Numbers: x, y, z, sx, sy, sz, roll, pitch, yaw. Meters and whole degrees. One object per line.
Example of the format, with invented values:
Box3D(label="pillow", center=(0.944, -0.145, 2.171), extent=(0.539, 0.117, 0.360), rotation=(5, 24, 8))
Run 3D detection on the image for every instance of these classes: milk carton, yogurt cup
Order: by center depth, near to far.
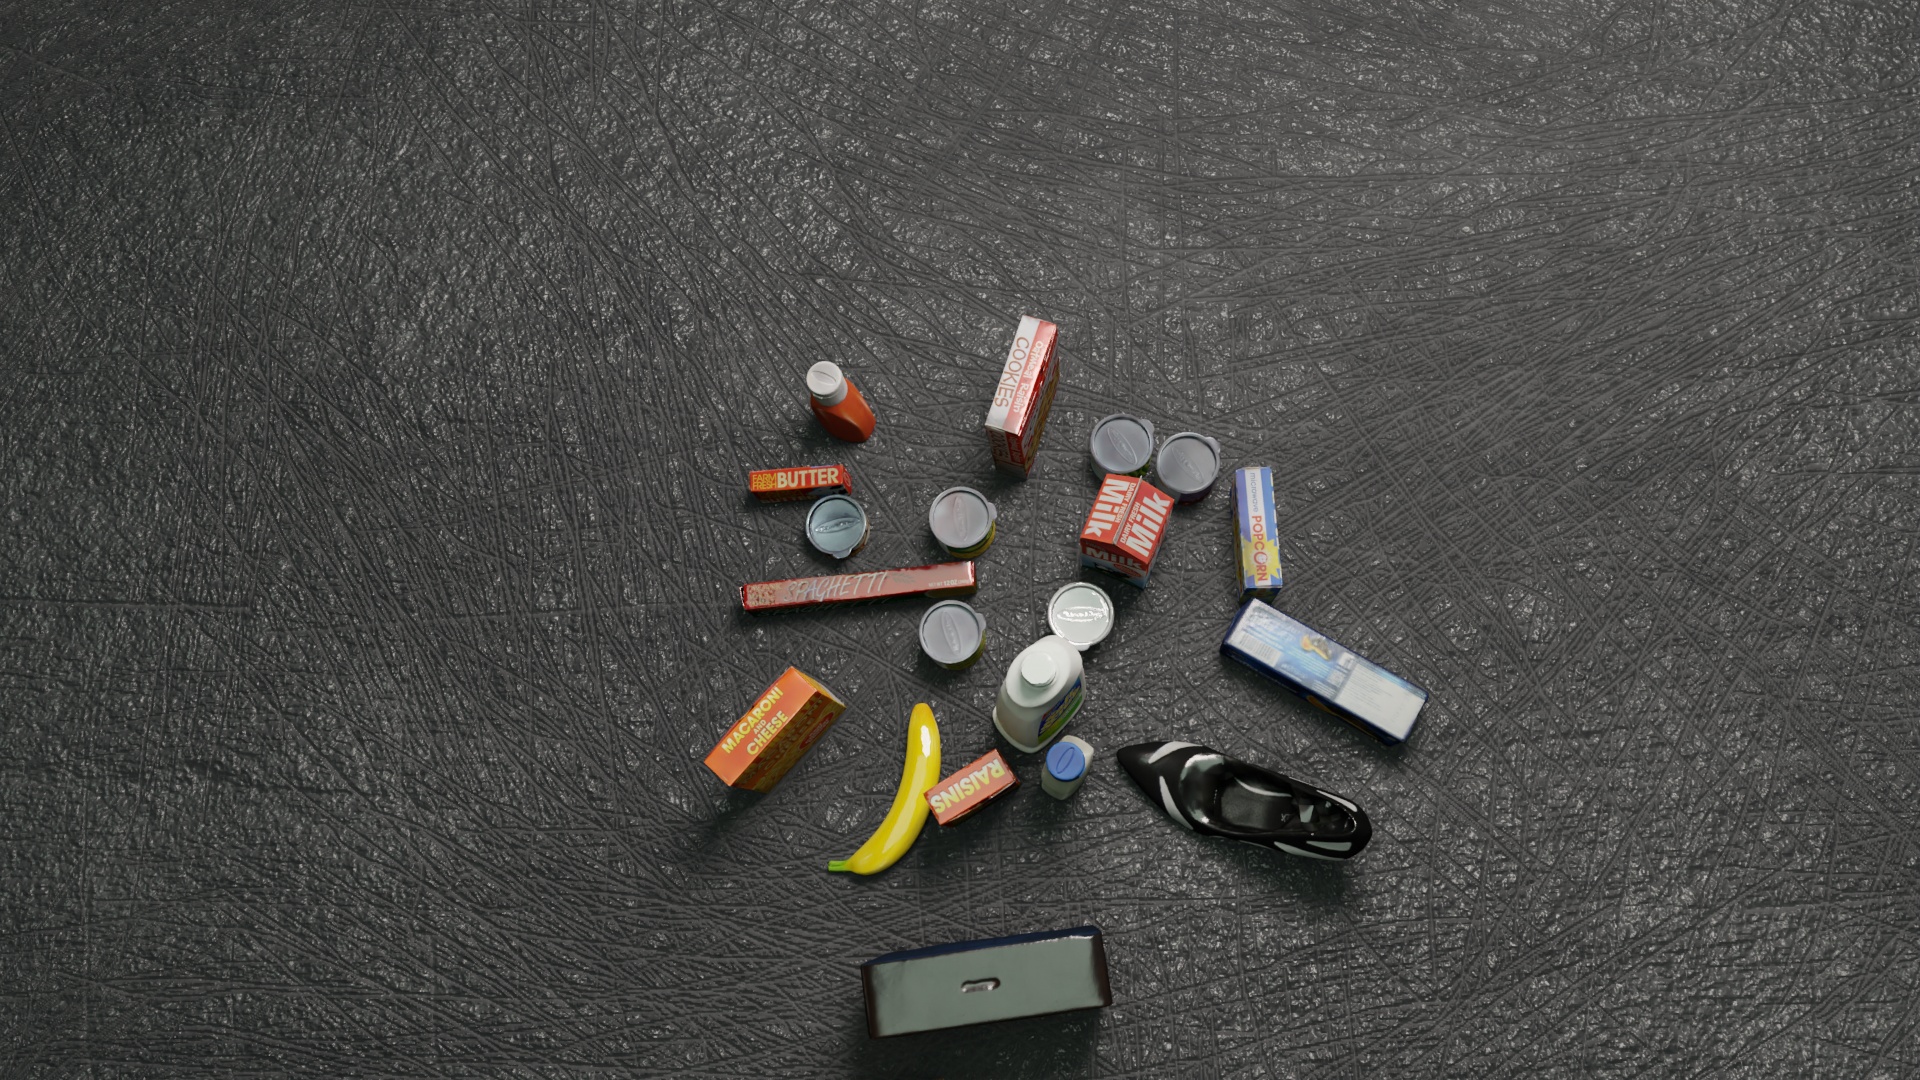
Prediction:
Box3D(label="milk carton", center=(0.166, -0.010, 1.395), extent=(0.073, 0.190, 0.072), rotation=(22, 80, 10))
Box3D(label="yogurt cup", center=(0.126, 0.081, 1.447), extent=(0.072, 0.054, 0.072), rotation=(-1, 77, 5))

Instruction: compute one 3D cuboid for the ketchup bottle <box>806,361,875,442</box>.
Box3D(label="ketchup bottle", center=(-0.132, -0.148, 1.476), extent=(0.065, 0.148, 0.043), rotation=(23, 80, 10))

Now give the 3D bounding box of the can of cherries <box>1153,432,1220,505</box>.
Box3D(label="can of cherries", center=(0.242, -0.076, 1.472), extent=(0.071, 0.058, 0.071), rotation=(-1, 77, 5))

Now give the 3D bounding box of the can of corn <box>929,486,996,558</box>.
Box3D(label="can of corn", center=(0.005, -0.019, 1.480), extent=(0.071, 0.058, 0.071), rotation=(-1, 77, 5))

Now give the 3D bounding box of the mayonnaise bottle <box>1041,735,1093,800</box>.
Box3D(label="mayonnaise bottle", center=(0.105, 0.221, 1.367), extent=(0.041, 0.148, 0.065), rotation=(31, 82, 11))

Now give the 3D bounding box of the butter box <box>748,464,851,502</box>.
Box3D(label="butter box", center=(-0.174, -0.061, 1.509), extent=(0.103, 0.053, 0.024), rotation=(-4, 77, 4))

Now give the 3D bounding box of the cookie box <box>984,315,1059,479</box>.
Box3D(label="cookie box", center=(0.068, -0.146, 1.448), extent=(0.040, 0.167, 0.123), rotation=(17, 79, 9))

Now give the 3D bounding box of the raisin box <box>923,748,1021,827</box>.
Box3D(label="raisin box", center=(0.013, 0.248, 1.381), extent=(0.086, 0.123, 0.040), rotation=(-31, 76, -2))

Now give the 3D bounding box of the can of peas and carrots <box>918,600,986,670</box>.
Box3D(label="can of peas and carrots", center=(-0.005, 0.099, 1.452), extent=(0.071, 0.058, 0.071), rotation=(-1, 77, 5))

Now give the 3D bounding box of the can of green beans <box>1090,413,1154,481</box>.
Box3D(label="can of green beans", center=(0.172, -0.096, 1.483), extent=(0.071, 0.057, 0.071), rotation=(-1, 77, 5))

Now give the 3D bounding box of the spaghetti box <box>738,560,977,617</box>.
Box3D(label="spaghetti box", center=(-0.107, 0.052, 1.477), extent=(0.250, 0.050, 0.029), rotation=(-6, 77, 4))

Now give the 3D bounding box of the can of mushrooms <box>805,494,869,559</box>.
Box3D(label="can of mushrooms", center=(-0.132, -0.012, 1.503), extent=(0.071, 0.033, 0.071), rotation=(-1, 77, 5))

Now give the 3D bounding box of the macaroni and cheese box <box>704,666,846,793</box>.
Box3D(label="macaroni and cheese box", center=(-0.183, 0.192, 1.391), extent=(0.040, 0.166, 0.124), rotation=(41, 84, 12))

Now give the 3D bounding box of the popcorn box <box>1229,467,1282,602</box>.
Box3D(label="popcorn box", center=(0.304, -0.005, 1.435), extent=(0.038, 0.085, 0.127), rotation=(-3, 77, 5))
